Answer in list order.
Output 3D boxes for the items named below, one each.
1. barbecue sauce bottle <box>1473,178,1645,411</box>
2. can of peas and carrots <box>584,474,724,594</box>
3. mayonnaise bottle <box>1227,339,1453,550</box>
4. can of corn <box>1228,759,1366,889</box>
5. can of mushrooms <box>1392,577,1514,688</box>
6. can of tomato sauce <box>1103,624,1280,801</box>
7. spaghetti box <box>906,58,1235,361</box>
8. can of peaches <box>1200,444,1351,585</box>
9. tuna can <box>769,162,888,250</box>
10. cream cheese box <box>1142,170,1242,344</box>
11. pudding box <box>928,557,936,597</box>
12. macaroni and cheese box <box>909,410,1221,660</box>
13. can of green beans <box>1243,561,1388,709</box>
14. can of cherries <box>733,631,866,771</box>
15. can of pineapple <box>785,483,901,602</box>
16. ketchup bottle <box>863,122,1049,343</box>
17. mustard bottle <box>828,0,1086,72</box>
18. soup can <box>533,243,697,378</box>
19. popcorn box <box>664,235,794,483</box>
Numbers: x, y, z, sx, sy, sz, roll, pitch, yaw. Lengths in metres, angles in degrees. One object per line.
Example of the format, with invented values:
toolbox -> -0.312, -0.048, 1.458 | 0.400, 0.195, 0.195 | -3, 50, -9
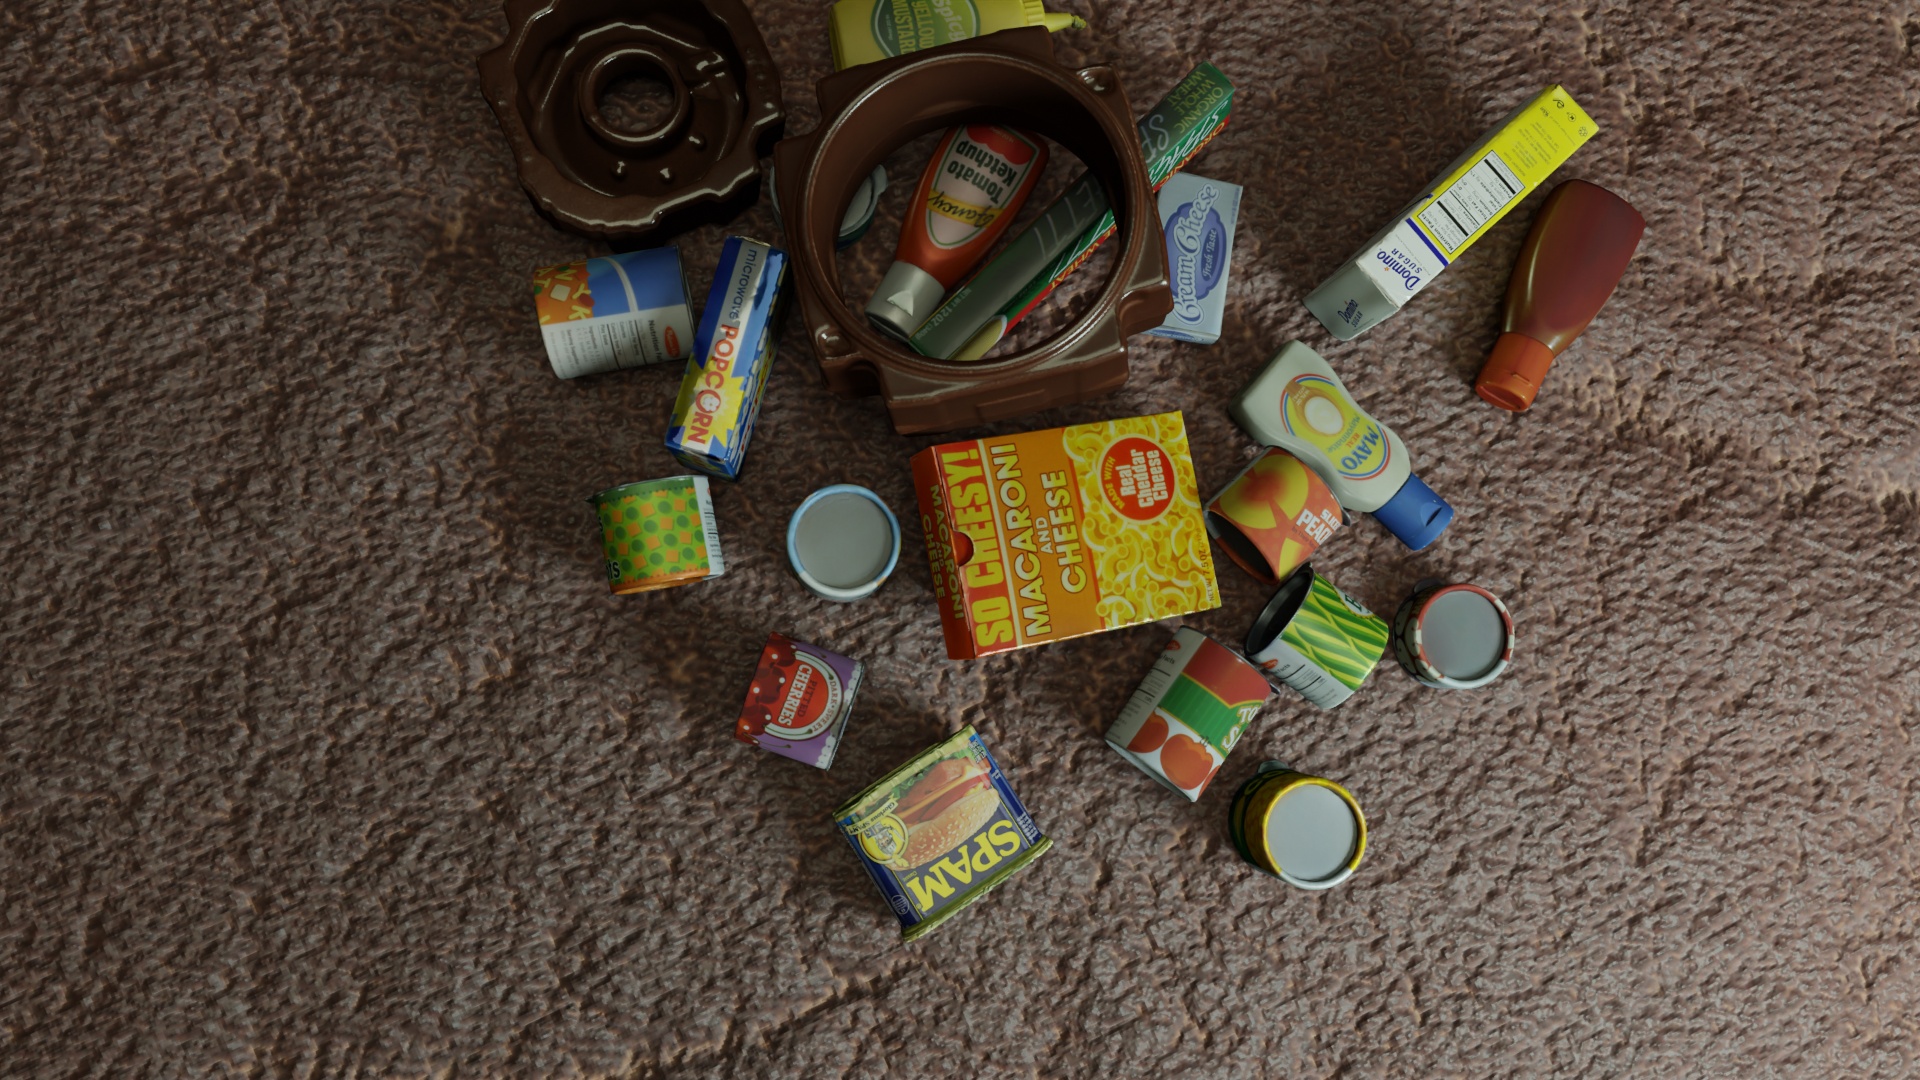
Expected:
barbecue sauce bottle -> 0.379, -0.155, 0.891 | 0.065, 0.043, 0.148 | 30, 82, -3
can of peas and carrots -> -0.175, -0.003, 0.798 | 0.071, 0.071, 0.058 | -11, 87, -8
mayonnaise bottle -> 0.240, -0.055, 0.865 | 0.148, 0.041, 0.065 | 42, 80, -1
can of corn -> 0.200, 0.169, 0.829 | 0.071, 0.058, 0.071 | 1, 85, -7
can of mushrooms -> 0.306, 0.057, 0.866 | 0.071, 0.033, 0.071 | 1, 85, -6
can of tomato sauce -> 0.136, 0.104, 0.824 | 0.071, 0.071, 0.083 | 37, 82, -2
spaghetti box -> 0.068, -0.190, 0.839 | 0.250, 0.050, 0.029 | -44, 80, -3
can of peaches -> 0.190, -0.013, 0.841 | 0.058, 0.071, 0.071 | -41, 90, -8
tuna can -> -0.080, -0.212, 0.846 | 0.071, 0.033, 0.071 | 1, 84, -7
cream cheese box -> 0.142, -0.178, 0.874 | 0.053, 0.024, 0.104 | 10, 83, -4
pudding box -> 0.003, -0.011, 0.838 | 0.050, 0.030, 0.083 | -8, 85, -6
macaroni and cheese box -> 0.064, -0.005, 0.817 | 0.167, 0.040, 0.123 | -10, 86, -24
can of green beans -> 0.214, 0.059, 0.838 | 0.058, 0.071, 0.071 | 35, 82, -3
can of cherries -> -0.092, 0.091, 0.795 | 0.058, 0.071, 0.071 | 20, 83, -4
can of pineapple -> -0.069, 0.000, 0.814 | 0.071, 0.058, 0.071 | 1, 84, -7
ketchup bottle -> -0.007, -0.191, 0.848 | 0.065, 0.043, 0.149 | 30, 82, -3
mustard bottle -> 0.001, -0.313, 0.858 | 0.160, 0.049, 0.065 | -12, 88, -8
soup can -> -0.199, -0.135, 0.809 | 0.084, 0.071, 0.071 | -11, 86, -7
popcorn box -> -0.131, -0.103, 0.803 | 0.038, 0.085, 0.127 | 16, 83, -4
